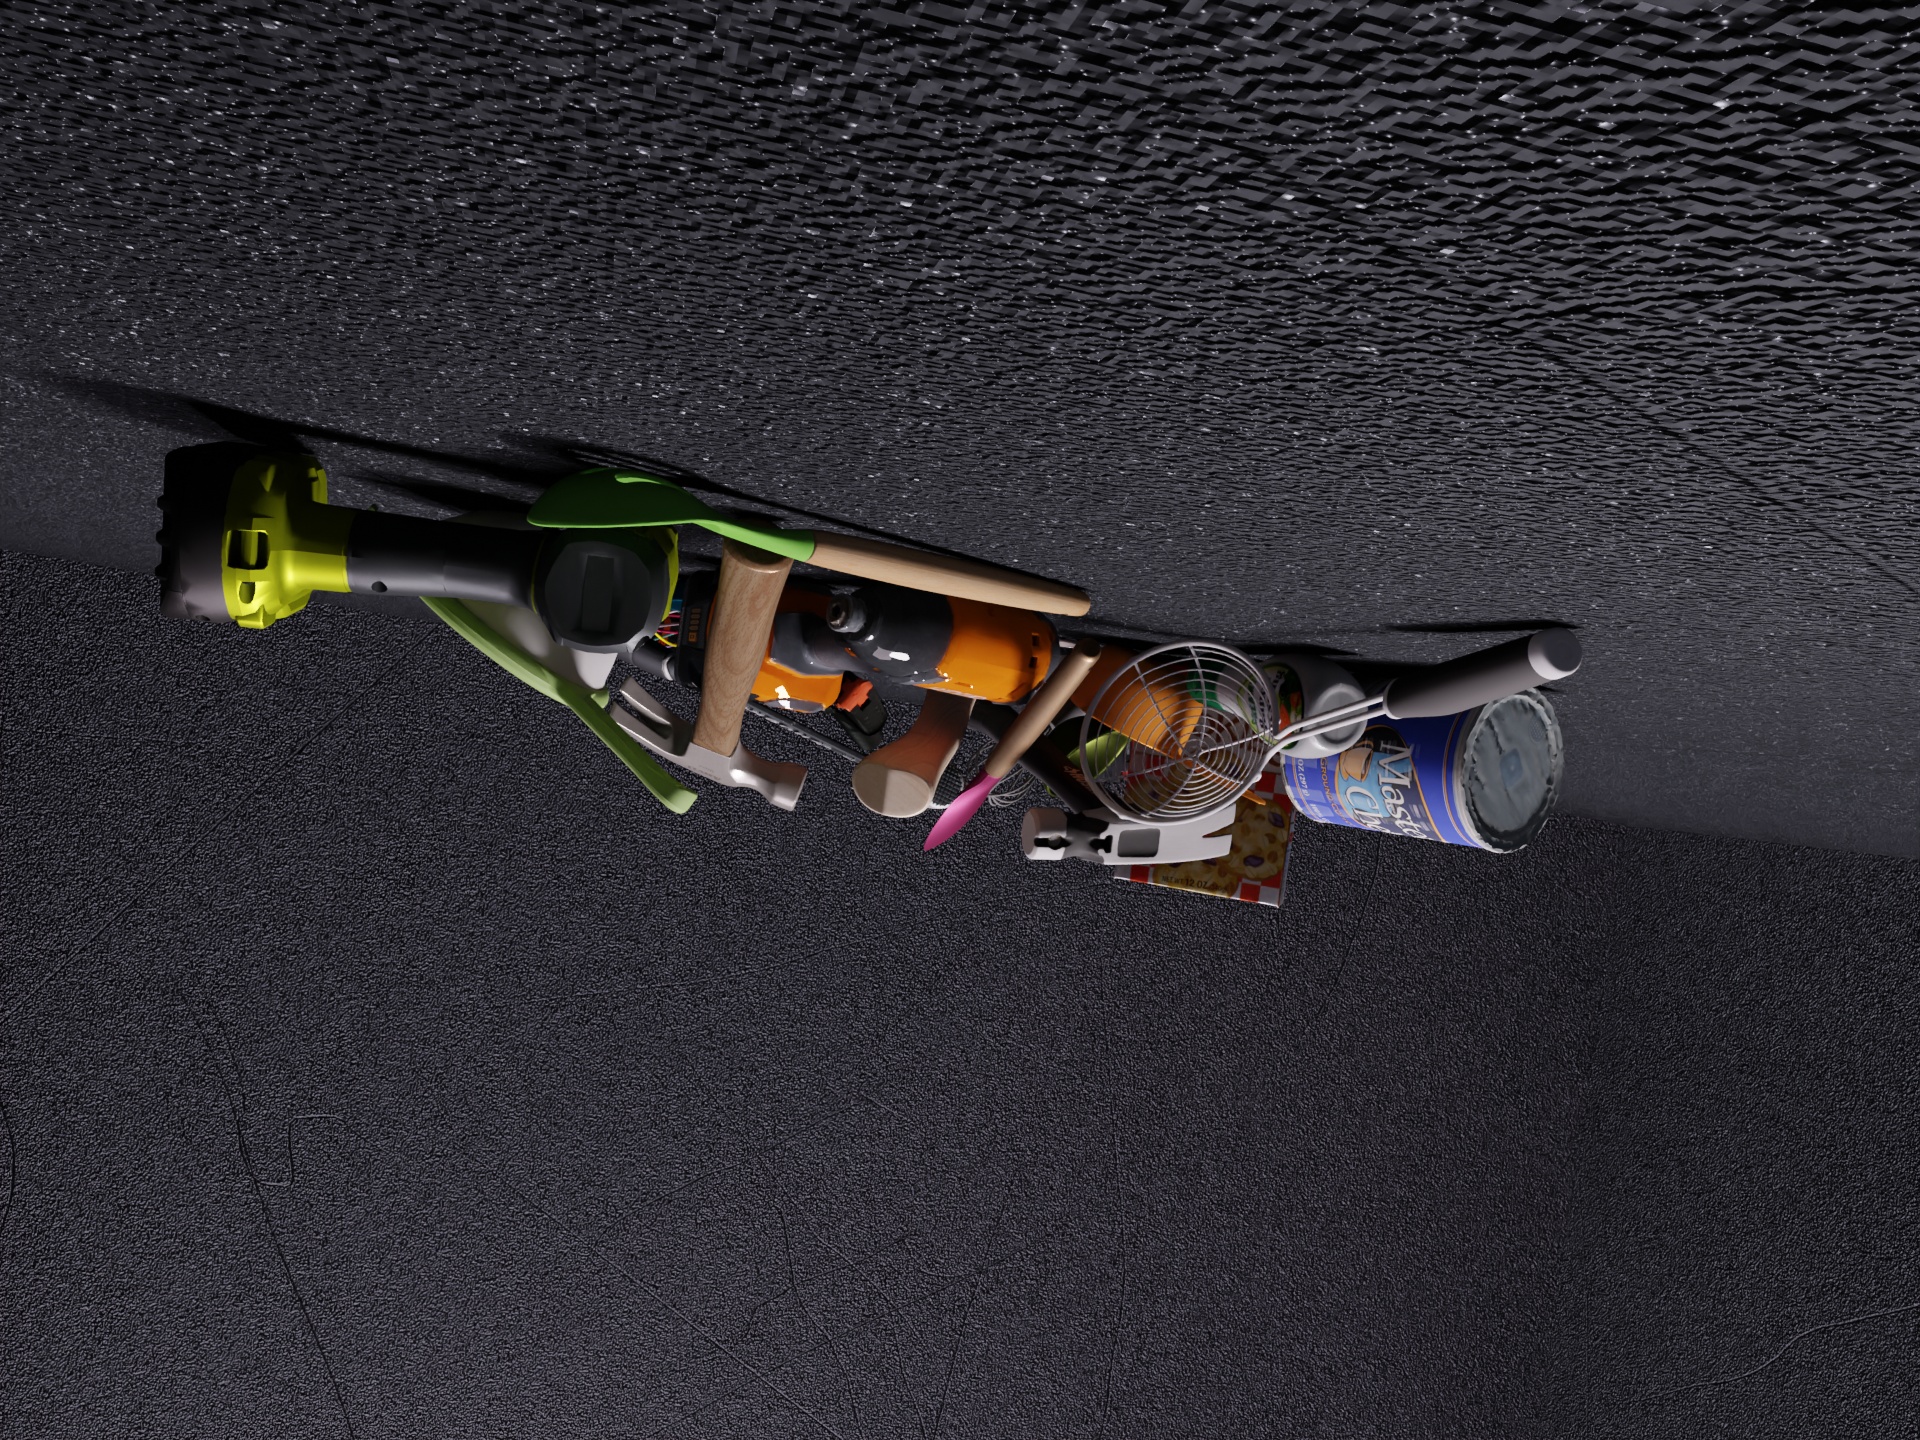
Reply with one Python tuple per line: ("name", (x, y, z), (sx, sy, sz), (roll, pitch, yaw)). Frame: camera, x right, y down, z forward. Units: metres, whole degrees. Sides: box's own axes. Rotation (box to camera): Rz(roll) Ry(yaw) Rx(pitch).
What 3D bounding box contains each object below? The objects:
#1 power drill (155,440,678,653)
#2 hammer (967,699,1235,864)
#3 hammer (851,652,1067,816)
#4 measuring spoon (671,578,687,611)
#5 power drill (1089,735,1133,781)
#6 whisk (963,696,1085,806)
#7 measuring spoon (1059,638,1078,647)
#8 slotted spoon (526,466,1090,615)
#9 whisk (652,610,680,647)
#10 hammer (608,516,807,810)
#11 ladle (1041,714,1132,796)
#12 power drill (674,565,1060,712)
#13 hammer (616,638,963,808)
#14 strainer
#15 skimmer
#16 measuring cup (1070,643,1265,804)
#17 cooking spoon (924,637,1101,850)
("power drill", (-0.251, -0.082, 0.775), (0.223, 0.080, 0.171), (6, -169, -8))
("hammer", (0.071, 0.033, 1.137), (0.146, 0.035, 0.335), (2, -166, -17))
("hammer", (-0.002, -0.004, 1.113), (0.146, 0.038, 0.411), (8, -166, 4))
("measuring spoon", (-0.183, -0.098, 1.135), (0.042, 0.021, 0.128), (9, 169, -25))
("power drill", (0.223, 0.014, 1.311), (0.220, 0.078, 0.143), (5, -171, 17))
("whisk", (0.070, 0.011, 1.335), (0.055, 0.055, 0.239), (8, -152, 28))
("measuring spoon", (0.037, -0.056, 1.178), (0.124, 0.018, 0.034), (8, 178, 22))
("slotted spoon", (-0.053, -0.079, 0.751), (0.313, 0.031, 0.070), (8, -174, -40))
("whisk", (-0.215, -0.079, 1.307), (0.047, 0.051, 0.245), (29, -173, 10))
("hammer", (-0.134, -0.029, 0.910), (0.130, 0.031, 0.331), (21, 156, -4))
("ladle", (0.210, 0.017, 1.209), (0.320, 0.062, 0.078), (-5, 167, 24))
("power drill", (-0.074, -0.051, 0.972), (0.226, 0.084, 0.164), (2, 174, 42))
("hammer", (-0.196, -0.033, 1.173), (0.408, 0.036, 0.149), (28, 169, -21))
("strainer", (-0.211, -0.047, 0.882), (0.257, 0.069, 0.151), (40, -178, 30))
("skimmer", (0.178, -0.014, 0.856), (0.090, 0.127, 0.363), (28, 163, -13))
("measuring cup", (0.153, 0.000, 1.090), (0.095, 0.052, 0.174), (17, -168, -47))
("cooking spoon", (0.029, 0.021, 0.992), (0.017, 0.069, 0.318), (41, 153, 4))
